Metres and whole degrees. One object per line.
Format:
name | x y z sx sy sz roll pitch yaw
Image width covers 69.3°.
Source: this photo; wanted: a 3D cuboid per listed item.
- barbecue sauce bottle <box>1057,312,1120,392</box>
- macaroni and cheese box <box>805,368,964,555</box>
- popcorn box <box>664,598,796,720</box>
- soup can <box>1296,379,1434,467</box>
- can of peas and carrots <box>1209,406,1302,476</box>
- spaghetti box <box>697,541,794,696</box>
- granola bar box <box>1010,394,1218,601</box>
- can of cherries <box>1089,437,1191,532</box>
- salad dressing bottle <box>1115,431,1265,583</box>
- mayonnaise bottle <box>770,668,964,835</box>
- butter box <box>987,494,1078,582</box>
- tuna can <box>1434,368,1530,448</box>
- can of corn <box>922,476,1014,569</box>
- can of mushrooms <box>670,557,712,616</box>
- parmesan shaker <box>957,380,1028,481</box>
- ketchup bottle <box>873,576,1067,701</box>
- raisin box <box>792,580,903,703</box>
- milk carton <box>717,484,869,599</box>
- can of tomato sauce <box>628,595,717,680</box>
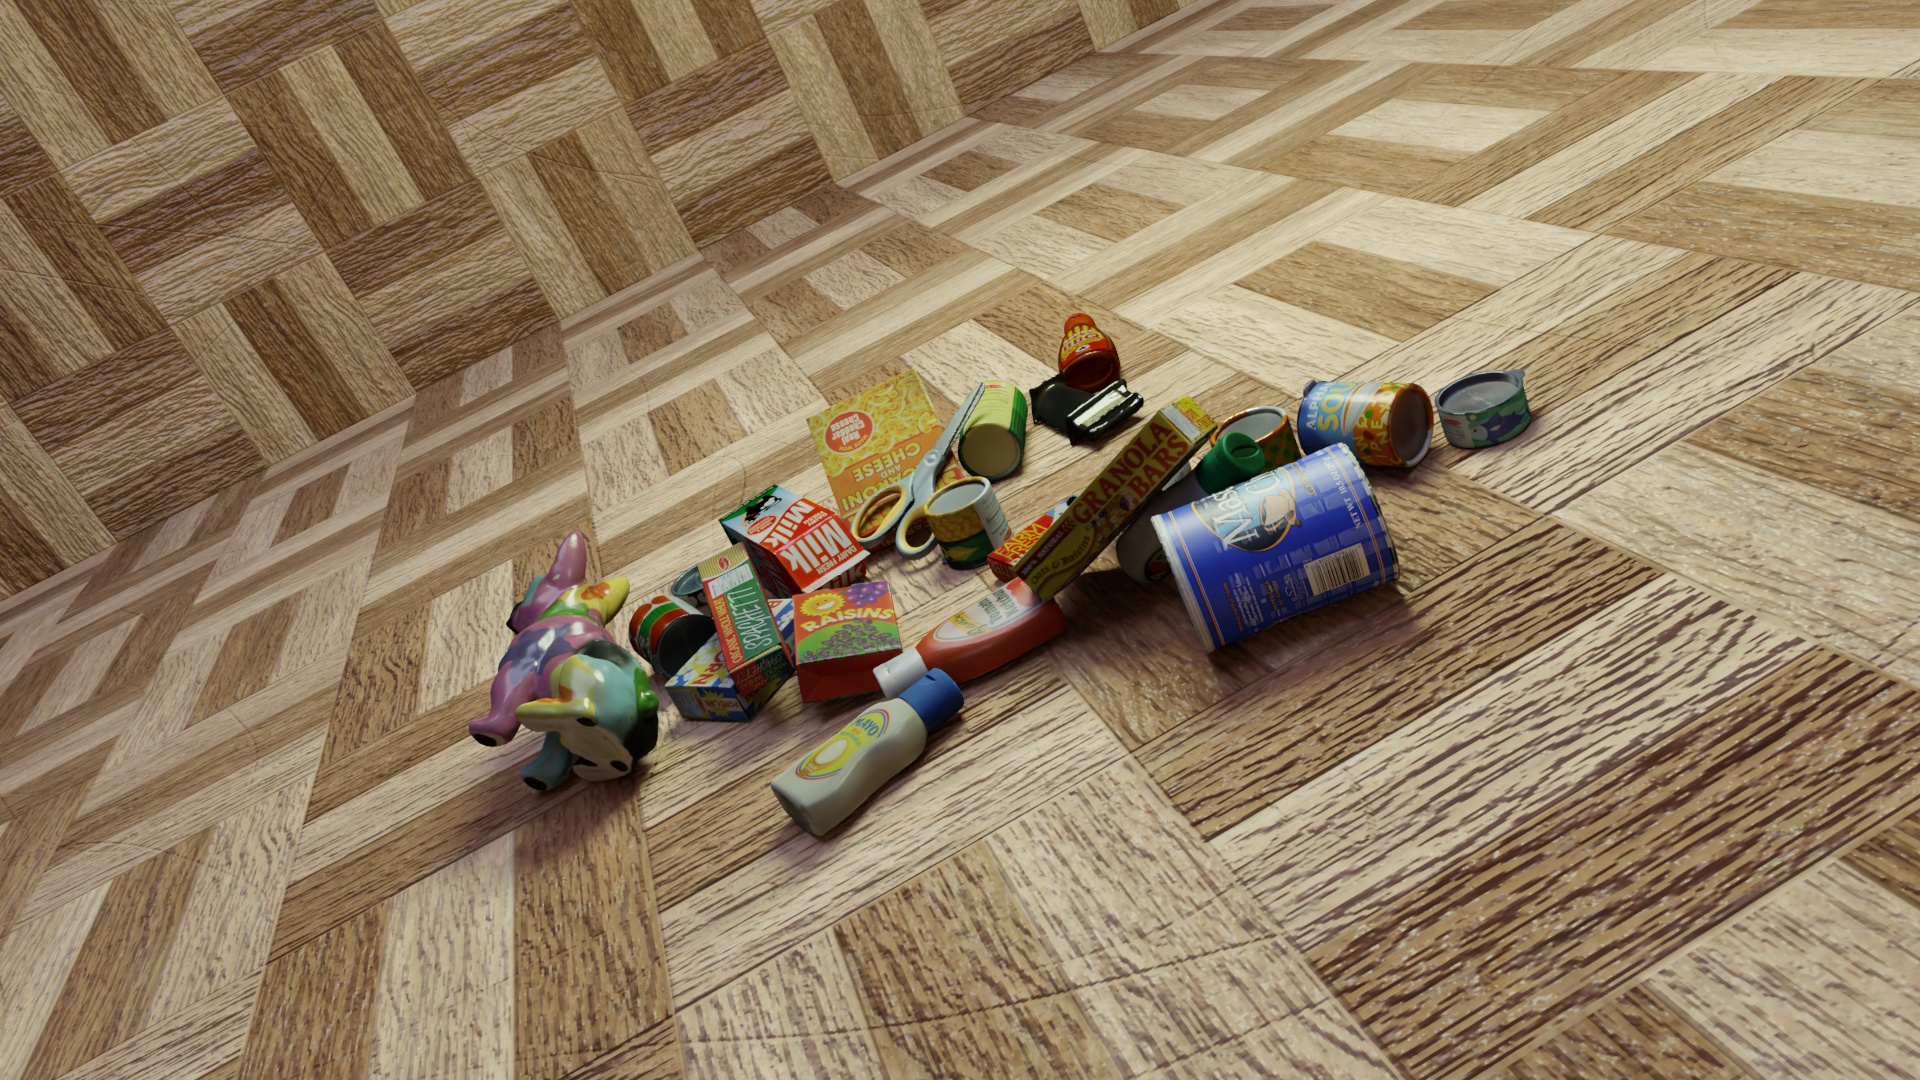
barbecue sauce bottle | 0.136 -0.208 1.512 0.065 0.043 0.149 -22 25 10
macaroni and cheese box | -0.070 -0.077 1.367 0.124 0.040 0.167 -25 54 3
popcorn box | -0.185 0.102 1.213 0.085 0.038 0.127 -3 33 37
soup can | 0.318 -0.094 1.095 0.072 0.071 0.084 -41 29 -30
can of peas and carrots | 0.240 -0.067 1.128 0.071 0.058 0.071 -21 25 10
spaghetti box | -0.191 0.063 1.212 0.050 0.028 0.251 -28 25 -5
granola bar box | 0.121 -0.033 1.061 0.165 0.039 0.124 -48 -7 20
can of cherries | 0.151 -0.048 1.160 0.071 0.071 0.059 -5 31 36
salad dressing bottle | 0.170 -0.024 1.034 0.064 0.044 0.147 -13 -26 -36
mayonnaise bottle | -0.063 0.150 1.007 0.148 0.041 0.065 -37 27 -22
butter box | 0.078 0.000 1.186 0.104 0.024 0.053 -35 27 -20
tuna can | 0.407 -0.103 1.075 0.071 0.032 0.071 -20 26 10
can of corn | 0.004 -0.016 1.244 0.071 0.058 0.071 -20 25 10
can of mushrooms | -0.250 0.046 1.387 0.071 0.033 0.071 -21 25 10
parmesan shaker | 0.030 -0.109 1.392 0.071 0.071 0.103 -18 27 15
ketchup bottle | 0.006 0.081 1.075 0.149 0.043 0.065 -29 31 -6
raisin box | -0.094 0.081 1.144 0.086 0.040 0.124 -9 25 -4
milk carton | -0.155 0.010 1.322 0.072 0.073 0.191 -34 27 -19
can of tomato sauce | -0.262 0.091 1.272 0.071 0.071 0.083 -35 26 -20
